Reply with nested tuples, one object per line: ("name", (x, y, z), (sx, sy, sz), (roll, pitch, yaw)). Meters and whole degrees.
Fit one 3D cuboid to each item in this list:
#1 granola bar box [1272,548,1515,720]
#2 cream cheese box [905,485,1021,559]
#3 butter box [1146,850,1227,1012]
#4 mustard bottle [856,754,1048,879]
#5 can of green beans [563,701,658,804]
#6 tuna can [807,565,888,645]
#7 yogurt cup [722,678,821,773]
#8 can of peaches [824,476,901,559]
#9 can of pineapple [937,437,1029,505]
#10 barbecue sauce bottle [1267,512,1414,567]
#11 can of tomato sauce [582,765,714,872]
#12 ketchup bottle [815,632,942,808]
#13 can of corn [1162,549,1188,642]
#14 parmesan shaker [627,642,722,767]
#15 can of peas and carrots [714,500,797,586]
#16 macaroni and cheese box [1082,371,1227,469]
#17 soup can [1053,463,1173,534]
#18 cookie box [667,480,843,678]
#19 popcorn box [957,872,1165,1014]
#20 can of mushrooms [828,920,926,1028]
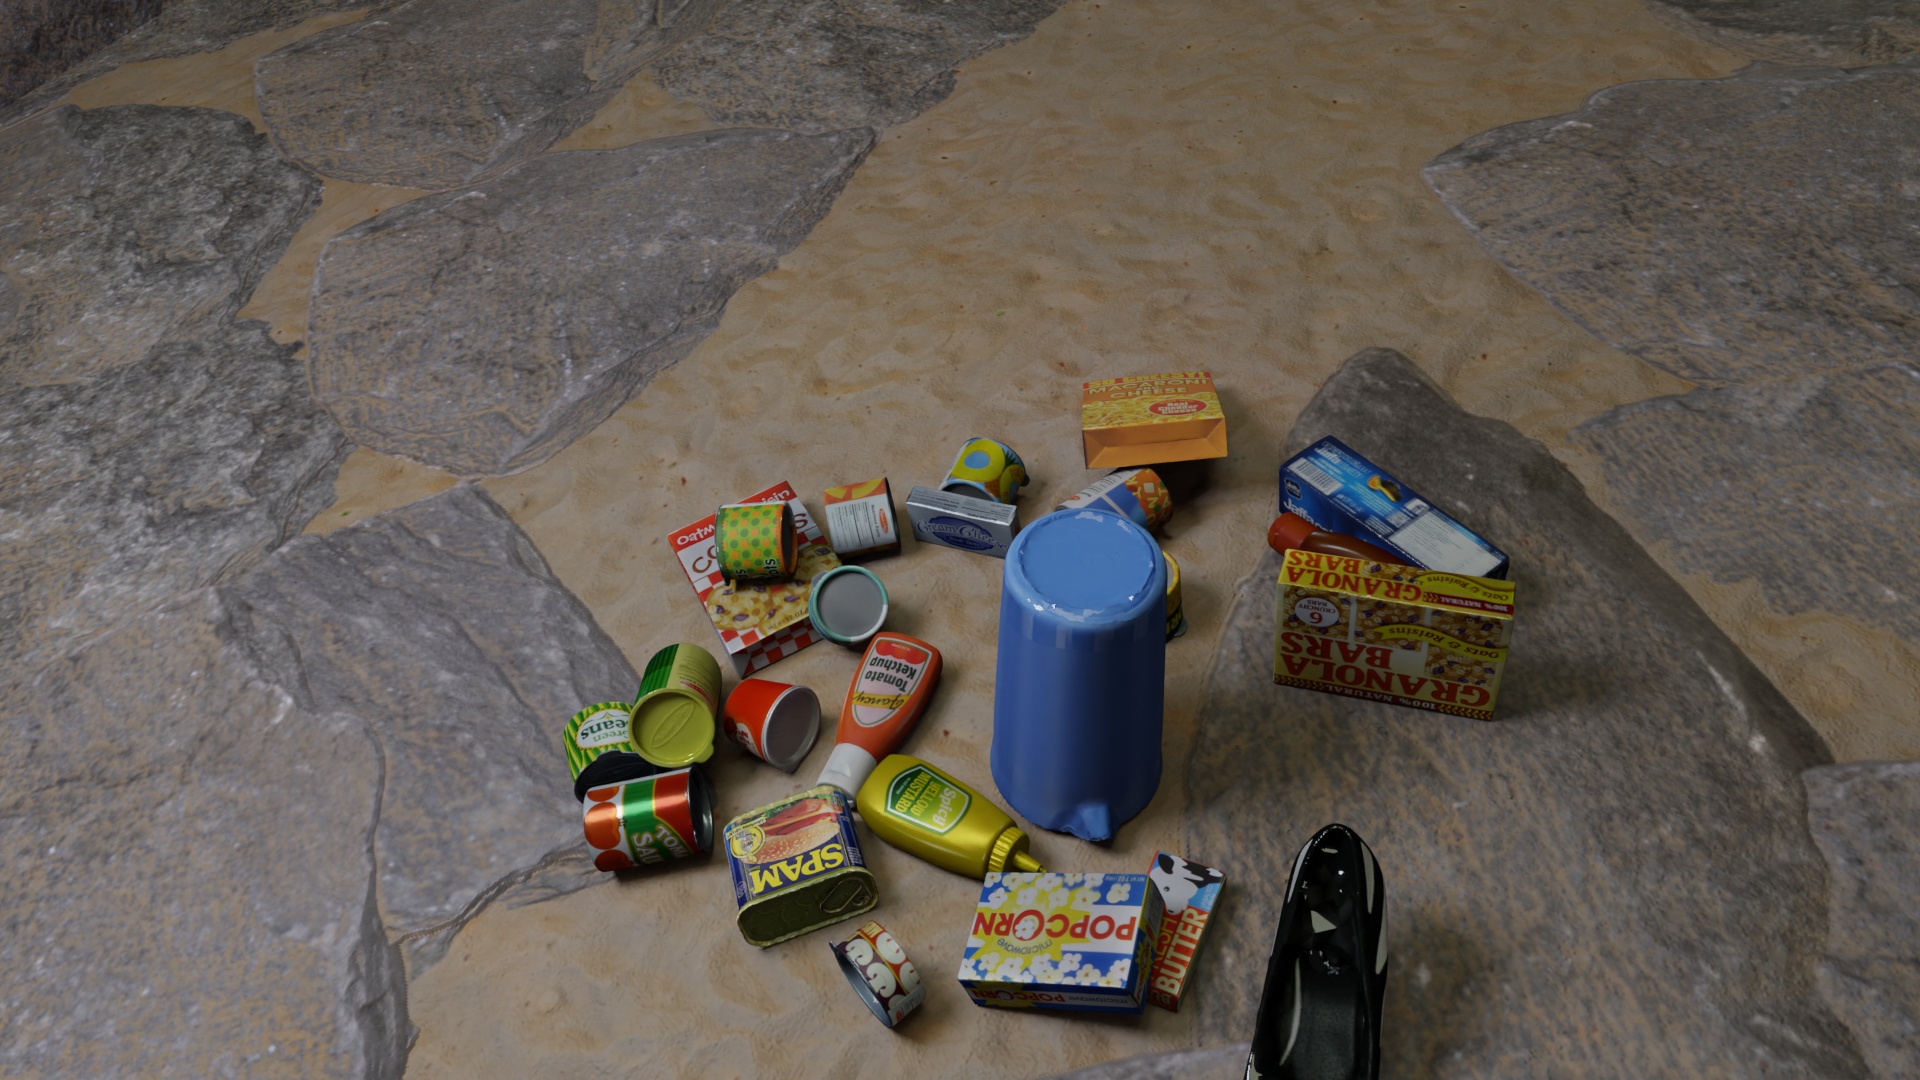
("granola bar box", (0.324, 0.071, 1.049), (0.165, 0.123, 0.039), (9, 49, 19))
("cream cheese box", (0.004, -0.016, 1.244), (0.104, 0.053, 0.024), (12, 52, 22))
("butter box", (0.144, 0.269, 0.965), (0.053, 0.024, 0.104), (14, 51, 23))
("mustard bottle", (0.000, 0.214, 1.029), (0.160, 0.048, 0.065), (20, 55, 27))
("can of green beans", (-0.281, 0.172, 1.112), (0.071, 0.071, 0.058), (-21, 46, -9))
("tuna can", (-0.096, 0.053, 1.170), (0.071, 0.032, 0.071), (2, 81, -11))
("yogurt cup", (-0.154, 0.144, 1.117), (0.054, 0.072, 0.073), (13, 50, 33))
("can of peaches", (-0.089, -0.020, 1.260), (0.058, 0.071, 0.071), (-12, 46, 0))
("can of pineapple", (0.021, -0.051, 1.266), (0.071, 0.070, 0.058), (12, 51, 21))
("barbecue sauce bottle", (0.316, 0.024, 1.142), (0.044, 0.064, 0.149), (-12, 33, -30))
("can of tomato sauce", (-0.238, 0.215, 1.063), (0.083, 0.070, 0.071), (-12, 46, 1))
("ketchup bottle", (-0.068, 0.144, 1.113), (0.065, 0.043, 0.149), (15, 52, 16))
("can of corn", (0.153, 0.047, 1.152), (0.071, 0.058, 0.071), (-6, 46, 6))
("parmesan shaker", (-0.225, 0.132, 1.115), (0.071, 0.071, 0.103), (-14, 16, -2))
("can of peas and carrots", (-0.176, 0.002, 1.198), (0.059, 0.070, 0.071), (-4, 46, 5))
("macaroni and cheese box", (0.174, -0.113, 1.266), (0.124, 0.040, 0.167), (-5, 20, 7))
("soup can", (0.135, -0.020, 1.217), (0.084, 0.071, 0.071), (-32, 49, -20))
("cookie box", (-0.175, 0.031, 1.245), (0.123, 0.040, 0.168), (-26, 48, -13))
("popcorn box", (0.069, 0.272, 0.945), (0.126, 0.038, 0.085), (-7, 44, 28))
("can of mushrooms", (-0.057, 0.294, 0.950), (0.033, 0.070, 0.071), (-34, 50, -21))
